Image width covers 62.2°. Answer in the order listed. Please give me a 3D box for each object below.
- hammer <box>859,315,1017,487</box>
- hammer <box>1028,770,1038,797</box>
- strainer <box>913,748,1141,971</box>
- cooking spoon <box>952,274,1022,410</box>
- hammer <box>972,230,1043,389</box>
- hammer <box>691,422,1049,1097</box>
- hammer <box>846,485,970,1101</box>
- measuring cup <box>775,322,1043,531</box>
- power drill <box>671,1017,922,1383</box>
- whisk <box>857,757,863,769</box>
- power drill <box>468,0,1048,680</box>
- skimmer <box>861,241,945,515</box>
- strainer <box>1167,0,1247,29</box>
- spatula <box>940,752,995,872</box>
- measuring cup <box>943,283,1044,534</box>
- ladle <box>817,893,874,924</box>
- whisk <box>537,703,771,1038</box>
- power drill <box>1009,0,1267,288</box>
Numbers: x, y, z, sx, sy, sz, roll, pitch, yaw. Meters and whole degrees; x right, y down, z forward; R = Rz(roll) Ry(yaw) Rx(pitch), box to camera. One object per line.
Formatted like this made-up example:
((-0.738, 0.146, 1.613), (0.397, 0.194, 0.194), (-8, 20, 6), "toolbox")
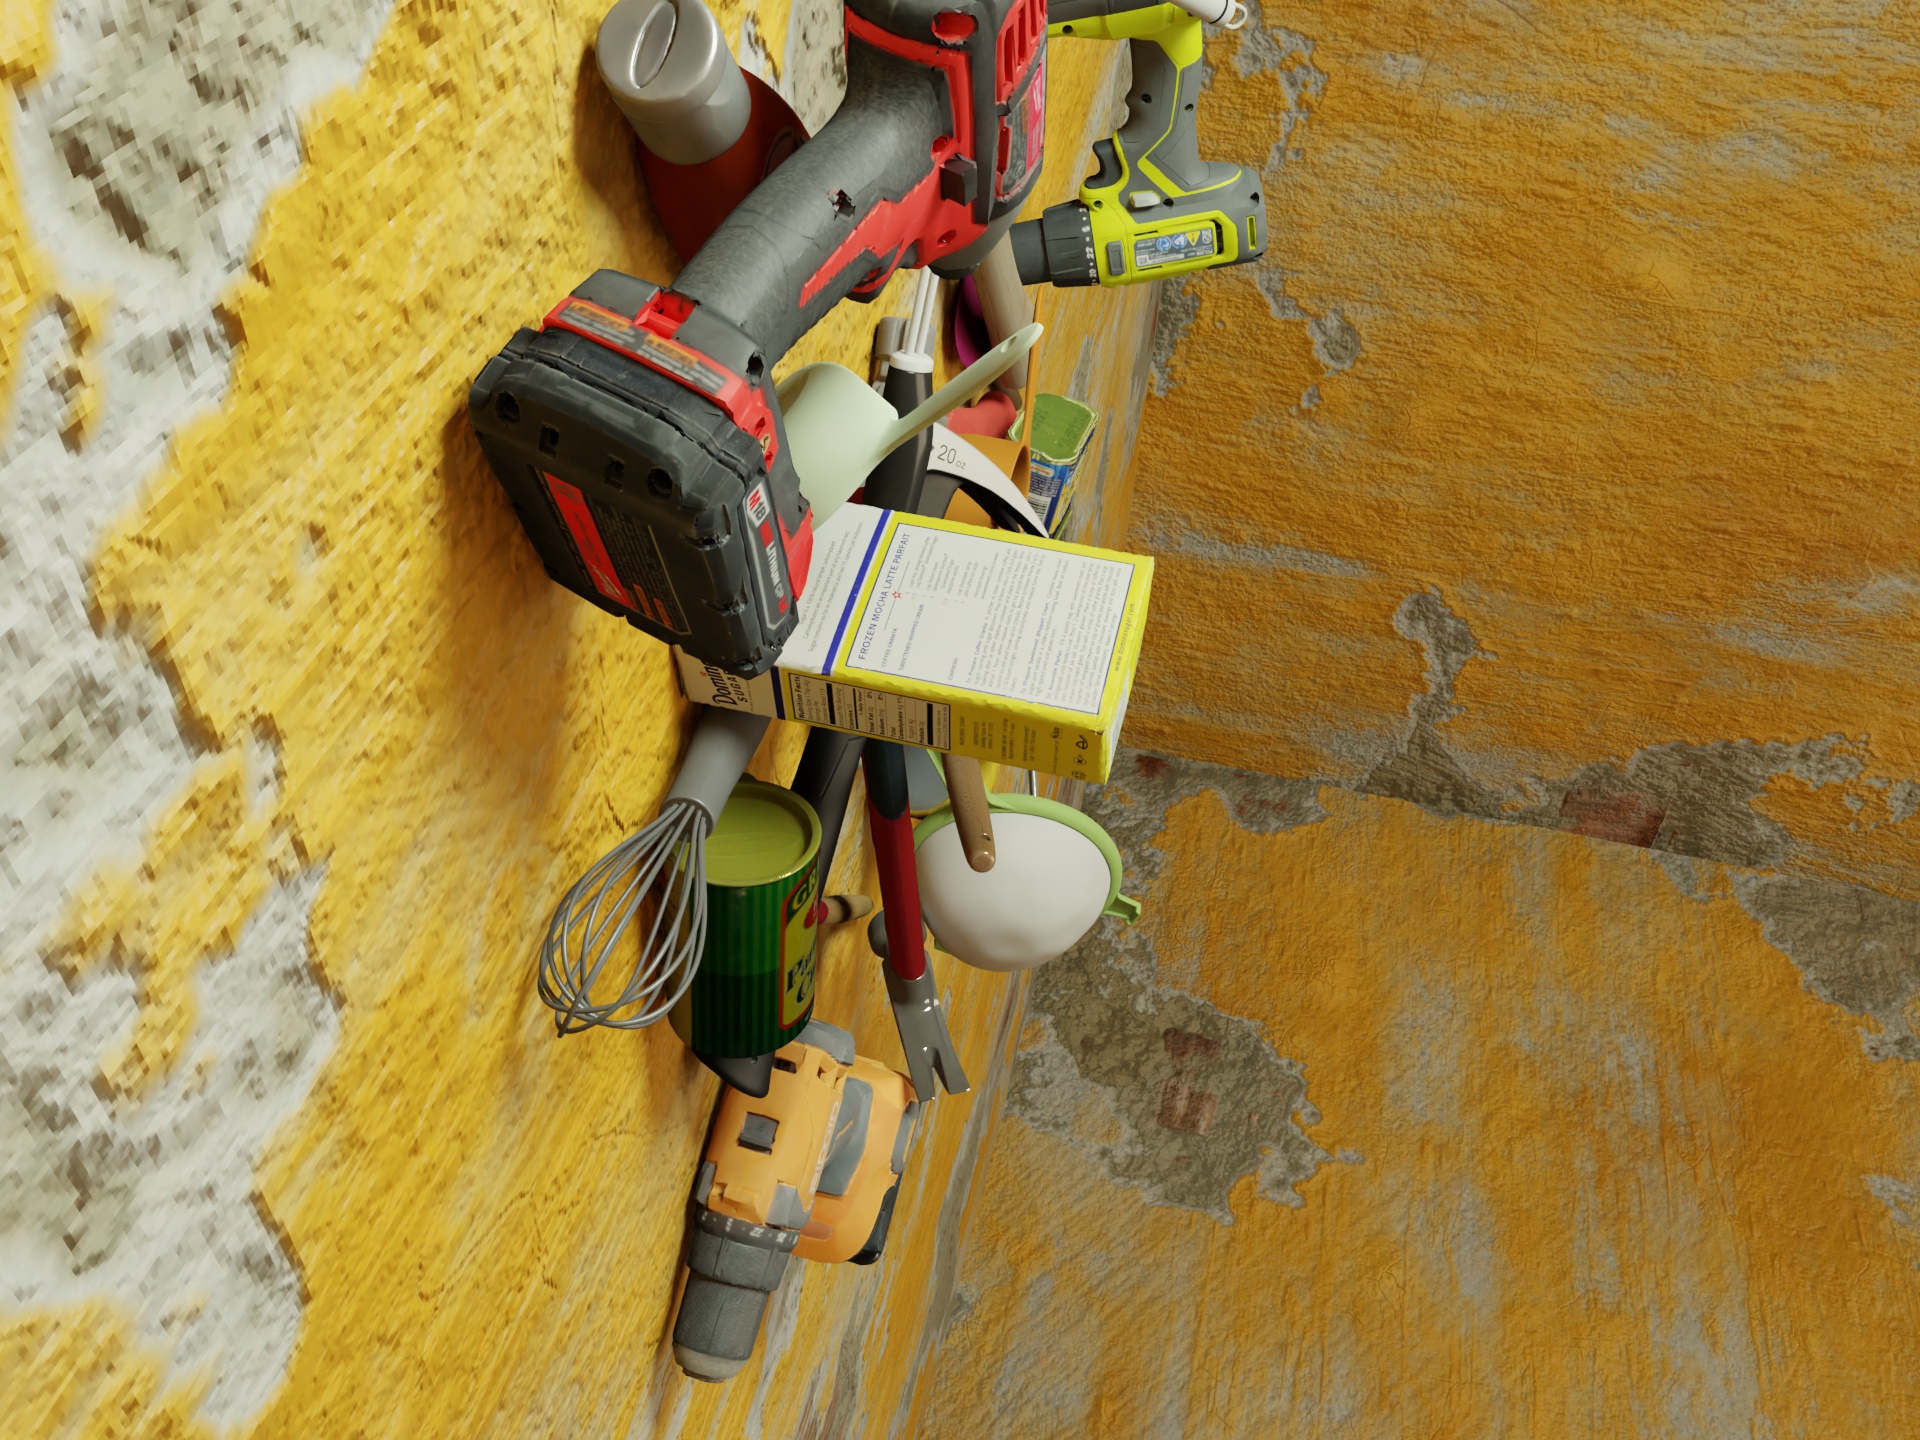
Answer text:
((-0.009, -0.172, 1.017), (0.359, 0.037, 0.149), (-45, 146, -75), "hammer")
((0.051, -0.038, 1.242), (0.144, 0.035, 0.406), (93, -5, -72), "hammer")
((0.015, 0.087, 1.019), (0.069, 0.151, 0.256), (-86, 158, -43), "strainer")
((0.021, -0.266, 1.164), (0.319, 0.017, 0.069), (10, 91, -81), "cooking spoon")
((0.010, -0.289, 0.932), (0.410, 0.038, 0.146), (60, 43, -74), "hammer")
((-0.058, 0.020, 0.763), (0.146, 0.035, 0.335), (14, 94, -41), "hammer")
((-0.038, 0.046, 0.884), (0.143, 0.038, 0.385), (-111, -168, -48), "hammer")
((-0.036, -0.117, 0.587), (0.167, 0.038, 0.083), (-23, -145, 47), "measuring cup")
((-0.093, 0.267, 0.896), (0.226, 0.084, 0.185), (63, 41, -71), "power drill")
((-0.025, -0.062, 1.023), (0.057, 0.059, 0.246), (114, 1, -51), "whisk")
((-0.043, -0.131, 0.486), (0.220, 0.078, 0.143), (-59, 168, -20), "power drill")
((-0.032, -0.218, 0.667), (0.127, 0.090, 0.363), (-24, 131, -57), "skimmer")
((0.071, -0.424, 0.866), (0.258, 0.050, 0.086), (4, 129, -41), "strainer")
((-0.001, -0.003, 0.867), (0.318, 0.082, 0.044), (-104, -145, -67), "spatula")
((0.012, -0.159, 0.890), (0.095, 0.052, 0.173), (-30, 129, -78), "measuring cup")
((-0.080, 0.113, 0.950), (0.315, 0.031, 0.069), (47, 52, -82), "ladle")
((-0.105, 0.035, 0.614), (0.239, 0.055, 0.055), (-75, 172, -56), "whisk")
((0.095, -0.386, 1.029), (0.080, 0.190, 0.228), (-90, 170, -46), "power drill")
